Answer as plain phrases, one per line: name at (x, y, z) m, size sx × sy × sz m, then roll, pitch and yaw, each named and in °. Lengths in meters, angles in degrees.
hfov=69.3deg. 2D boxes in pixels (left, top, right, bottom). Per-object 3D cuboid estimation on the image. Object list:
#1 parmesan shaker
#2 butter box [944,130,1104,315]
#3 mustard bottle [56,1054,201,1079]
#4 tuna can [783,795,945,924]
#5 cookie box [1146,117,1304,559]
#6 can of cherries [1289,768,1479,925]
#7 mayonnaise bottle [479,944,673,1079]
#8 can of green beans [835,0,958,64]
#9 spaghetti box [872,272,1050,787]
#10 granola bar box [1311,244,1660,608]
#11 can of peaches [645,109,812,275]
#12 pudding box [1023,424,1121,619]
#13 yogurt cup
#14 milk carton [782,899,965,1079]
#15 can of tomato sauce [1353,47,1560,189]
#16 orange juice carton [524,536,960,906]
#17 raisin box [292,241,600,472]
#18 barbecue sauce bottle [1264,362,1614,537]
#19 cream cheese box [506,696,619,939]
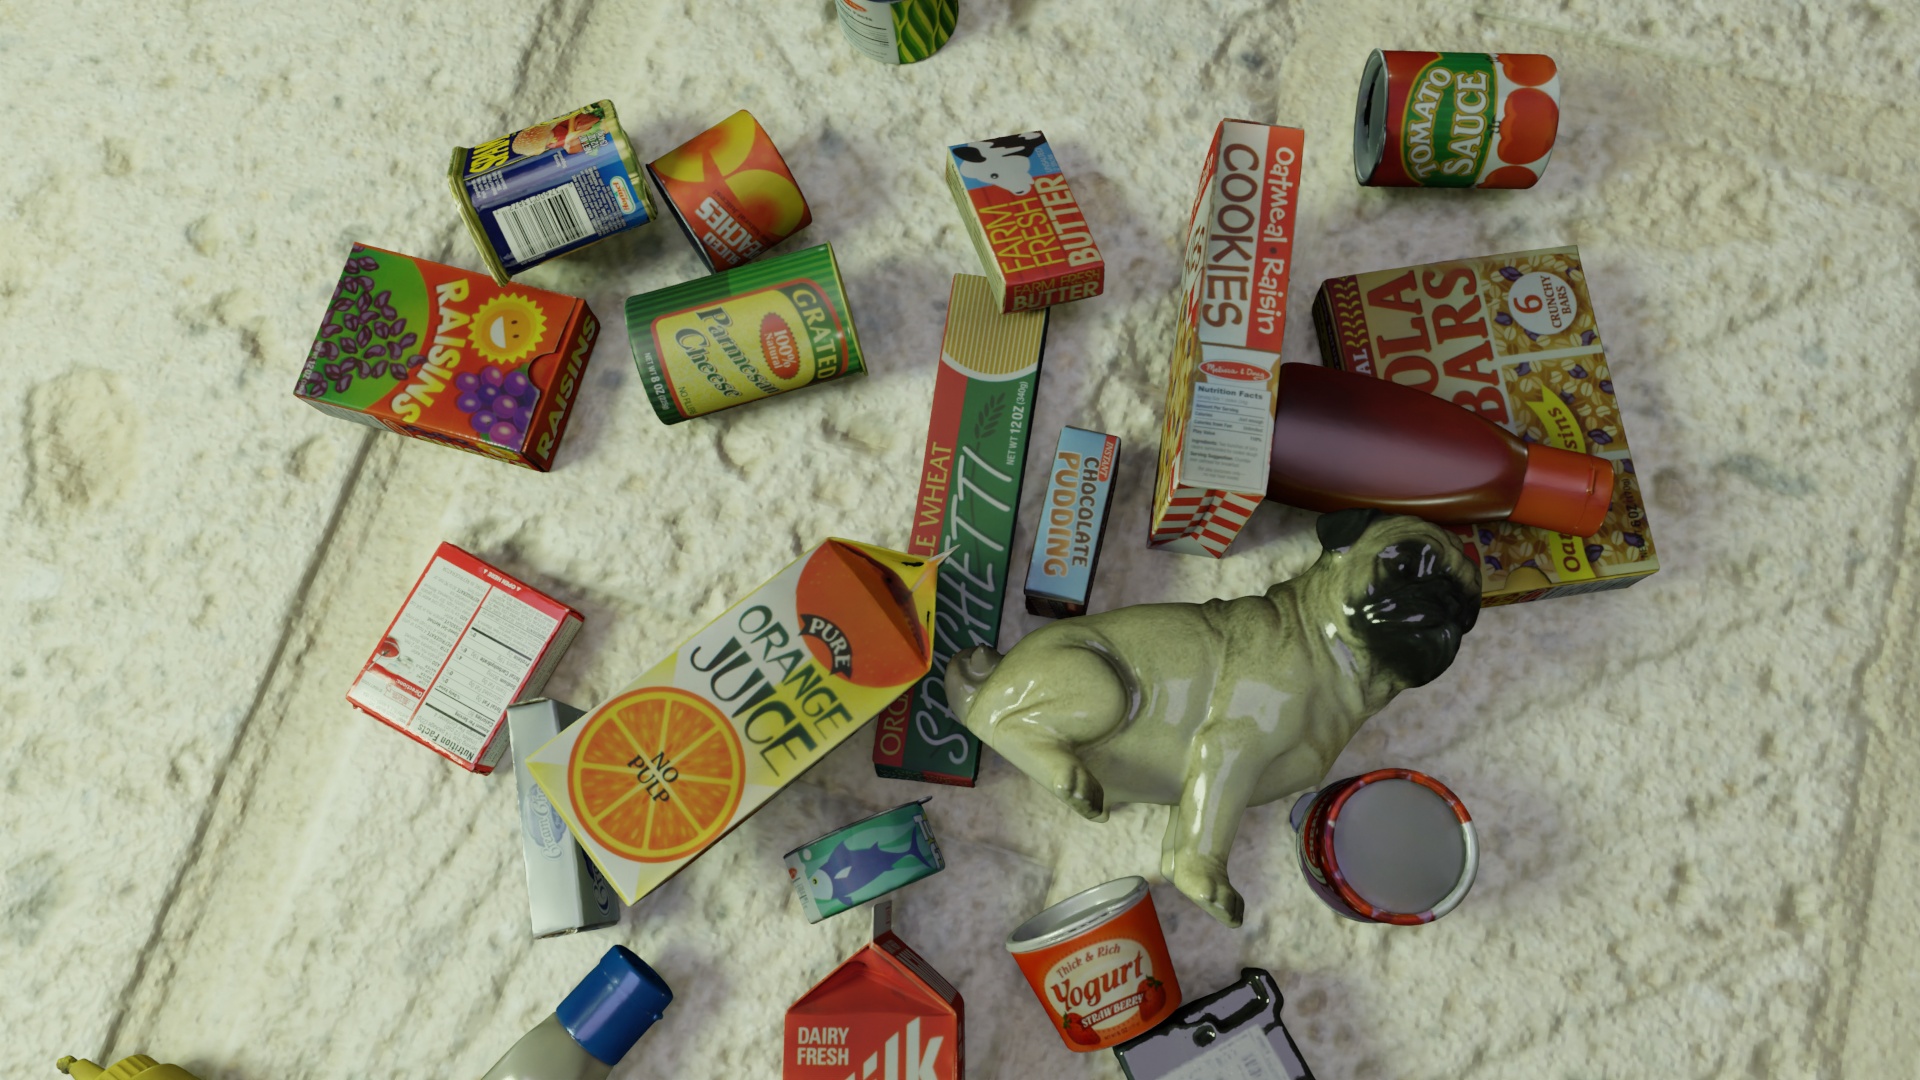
parmesan shaker at (-0.103, -0.098, 0.679) m, size 0.103 × 0.071 × 0.071 m, roll -16°, pitch 76°, yaw -1°
butter box at (0.031, -0.159, 0.689) m, size 0.053 × 0.024 × 0.104 m, roll -13°, pitch 56°, yaw -9°
mustard bottle at (-0.333, 0.266, 0.598) m, size 0.160 × 0.065 × 0.049 m, roll 29°, pitch 84°, yaw 13°
tuna can at (-0.040, 0.141, 0.614) m, size 0.071 × 0.071 × 0.033 m, roll -22°, pitch 77°, yaw -3°
cookie box at (0.119, -0.087, 0.635) m, size 0.040 × 0.122 × 0.168 m, roll 8°, pitch 77°, yaw 4°
can of cherries at (0.184, 0.134, 0.610) m, size 0.071 × 0.058 × 0.071 m, roll 0°, pitch 76°, yaw 2°
mayonnaise bottle at (-0.189, 0.243, 0.599) m, size 0.041 × 0.064 × 0.148 m, roll 39°, pitch 77°, yaw 15°
can of green beans at (-0.035, -0.294, 0.727) m, size 0.071 × 0.057 × 0.071 m, roll -1°, pitch 76°, yaw 3°
spaghetti box at (0.002, -0.008, 0.669) m, size 0.050 × 0.028 × 0.250 m, roll 8°, pitch 76°, yaw 5°
granola bar box at (0.247, -0.052, 0.664) m, size 0.124 × 0.039 × 0.166 m, roll -8°, pitch 76°, yaw 1°
can of peaches at (-0.114, -0.172, 0.695) m, size 0.058 × 0.071 × 0.071 m, roll -33°, pitch 77°, yaw -6°
pudding box at (0.053, -0.006, 0.656) m, size 0.030 × 0.049 × 0.084 m, roll 12°, pitch 76°, yaw 7°
yogurt cup at (0.060, 0.184, 0.601) m, size 0.072 × 0.072 × 0.054 m, roll -24°, pitch 84°, yaw -3°
milk carton at (-0.035, 0.251, 0.584) m, size 0.073 × 0.072 × 0.191 m, roll 0°, pitch 77°, yaw 2°
can of tomato sauce at (0.244, -0.208, 0.688) m, size 0.083 × 0.071 × 0.071 m, roll 2°, pitch 76°, yaw 3°
orange juice carton at (-0.080, 0.064, 0.592) m, size 0.193 × 0.071 × 0.073 m, roll -37°, pitch 86°, yaw -13°
raisin box at (-0.255, -0.092, 0.696) m, size 0.123 × 0.040 × 0.086 m, roll 15°, pitch 76°, yaw 5°
barbecue sauce bottle at (0.209, -0.035, 0.619) m, size 0.148 × 0.043 × 0.065 m, roll 13°, pitch 74°, yaw 7°
cream cheese box at (-0.180, 0.126, 0.631) m, size 0.024 × 0.053 × 0.104 m, roll -12°, pitch 76°, yaw 2°
